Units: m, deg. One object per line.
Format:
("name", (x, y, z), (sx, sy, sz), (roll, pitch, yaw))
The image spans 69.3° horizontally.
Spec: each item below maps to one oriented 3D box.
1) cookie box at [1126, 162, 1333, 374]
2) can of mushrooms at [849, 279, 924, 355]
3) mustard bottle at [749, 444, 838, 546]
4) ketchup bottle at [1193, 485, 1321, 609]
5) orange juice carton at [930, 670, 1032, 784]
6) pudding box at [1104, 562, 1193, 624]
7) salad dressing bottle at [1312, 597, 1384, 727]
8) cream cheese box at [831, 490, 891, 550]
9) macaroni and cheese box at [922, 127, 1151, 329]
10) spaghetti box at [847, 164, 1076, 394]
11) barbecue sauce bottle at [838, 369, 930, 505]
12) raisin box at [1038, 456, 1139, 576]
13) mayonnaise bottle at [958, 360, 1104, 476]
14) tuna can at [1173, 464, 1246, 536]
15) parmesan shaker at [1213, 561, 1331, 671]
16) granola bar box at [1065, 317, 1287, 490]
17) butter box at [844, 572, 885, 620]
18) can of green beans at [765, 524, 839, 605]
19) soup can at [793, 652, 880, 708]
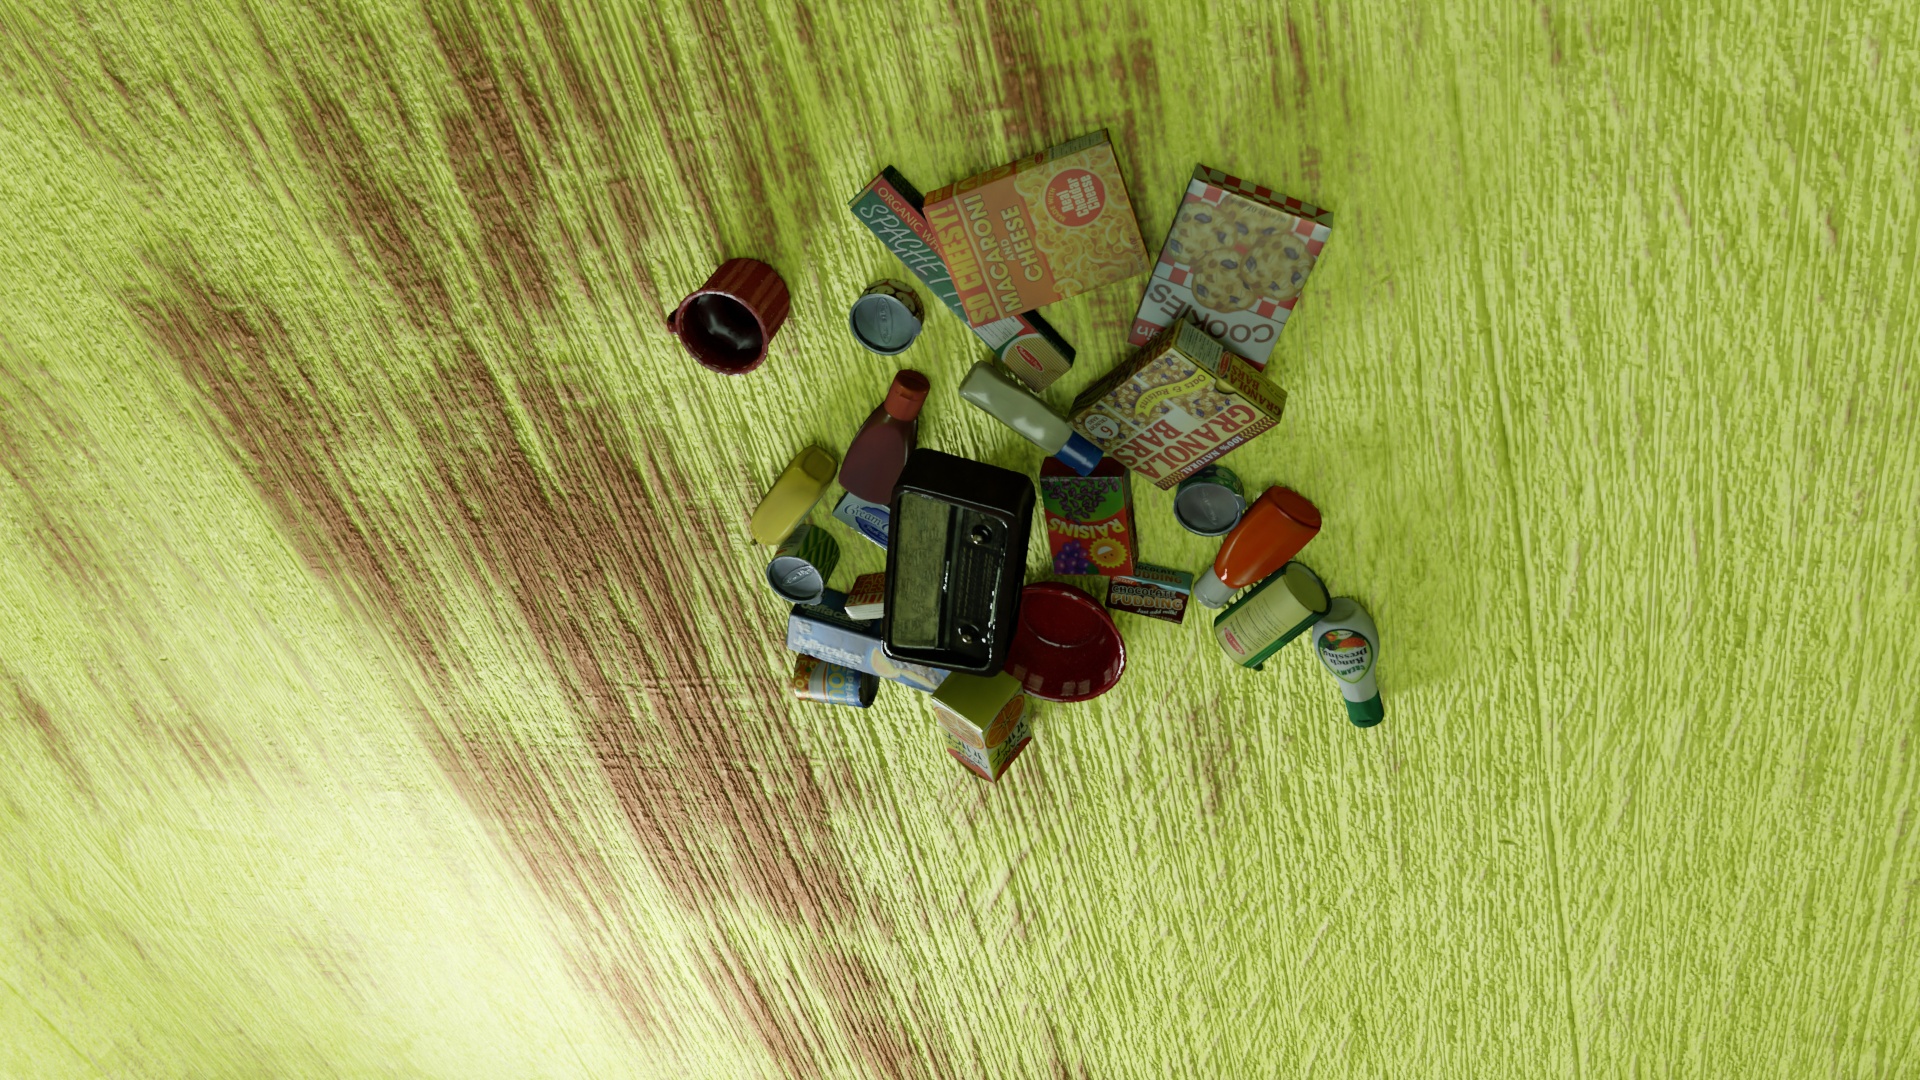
("cookie box", (0.230, -0.226, 1.203), (0.123, 0.040, 0.166), (21, 129, 2))
("can of mushrooms", (-0.067, -0.211, 1.313), (0.071, 0.034, 0.070), (9, 128, 11))
("mustard bottle", (-0.185, -0.036, 1.470), (0.049, 0.066, 0.159), (38, 134, -6))
("ketchup bottle", (0.286, 0.012, 1.367), (0.065, 0.044, 0.148), (29, 130, -11))
("orange juice carton", (0.027, 0.207, 1.548), (0.073, 0.072, 0.191), (32, 157, 24))
("pudding box", (0.195, 0.051, 1.436), (0.084, 0.030, 0.049), (13, 129, 7))
("salad dressing bottle", (0.401, 0.127, 1.420), (0.064, 0.044, 0.147), (-8, 124, 25))
("cream cheese box", (-0.079, -0.021, 1.471), (0.104, 0.024, 0.053), (33, 128, -9))
("macaroni and cheese box", (0.067, -0.267, 1.202), (0.166, 0.040, 0.123), (-16, 121, 14))
("spaghetti box", (0.004, -0.237, 1.272), (0.249, 0.029, 0.050), (43, 127, -17))
("barbecue sauce bottle", (-0.072, -0.104, 1.391), (0.065, 0.044, 0.147), (25, 129, -3))
("raisin box", (0.129, -0.024, 1.393), (0.086, 0.040, 0.122), (0, 125, 16))
("mayonnaise bottle", (0.068, -0.116, 1.323), (0.148, 0.065, 0.041), (34, 98, -9))
("tuna can", (0.244, -0.040, 1.347), (0.071, 0.033, 0.070), (9, 129, 11))
("parmesan shaker", (0.315, 0.077, 1.392), (0.071, 0.072, 0.102), (36, 128, -12))
("granola bar box", (0.193, -0.118, 1.261), (0.124, 0.039, 0.165), (32, 147, -17))
("butter box", (-0.072, 0.058, 1.512), (0.103, 0.053, 0.024), (-7, 127, 23))
("can of green beans", (-0.171, 0.026, 1.514), (0.071, 0.058, 0.071), (9, 129, 11))
("soup can", (-0.143, 0.158, 1.600), (0.084, 0.072, 0.071), (4, 128, 15))
